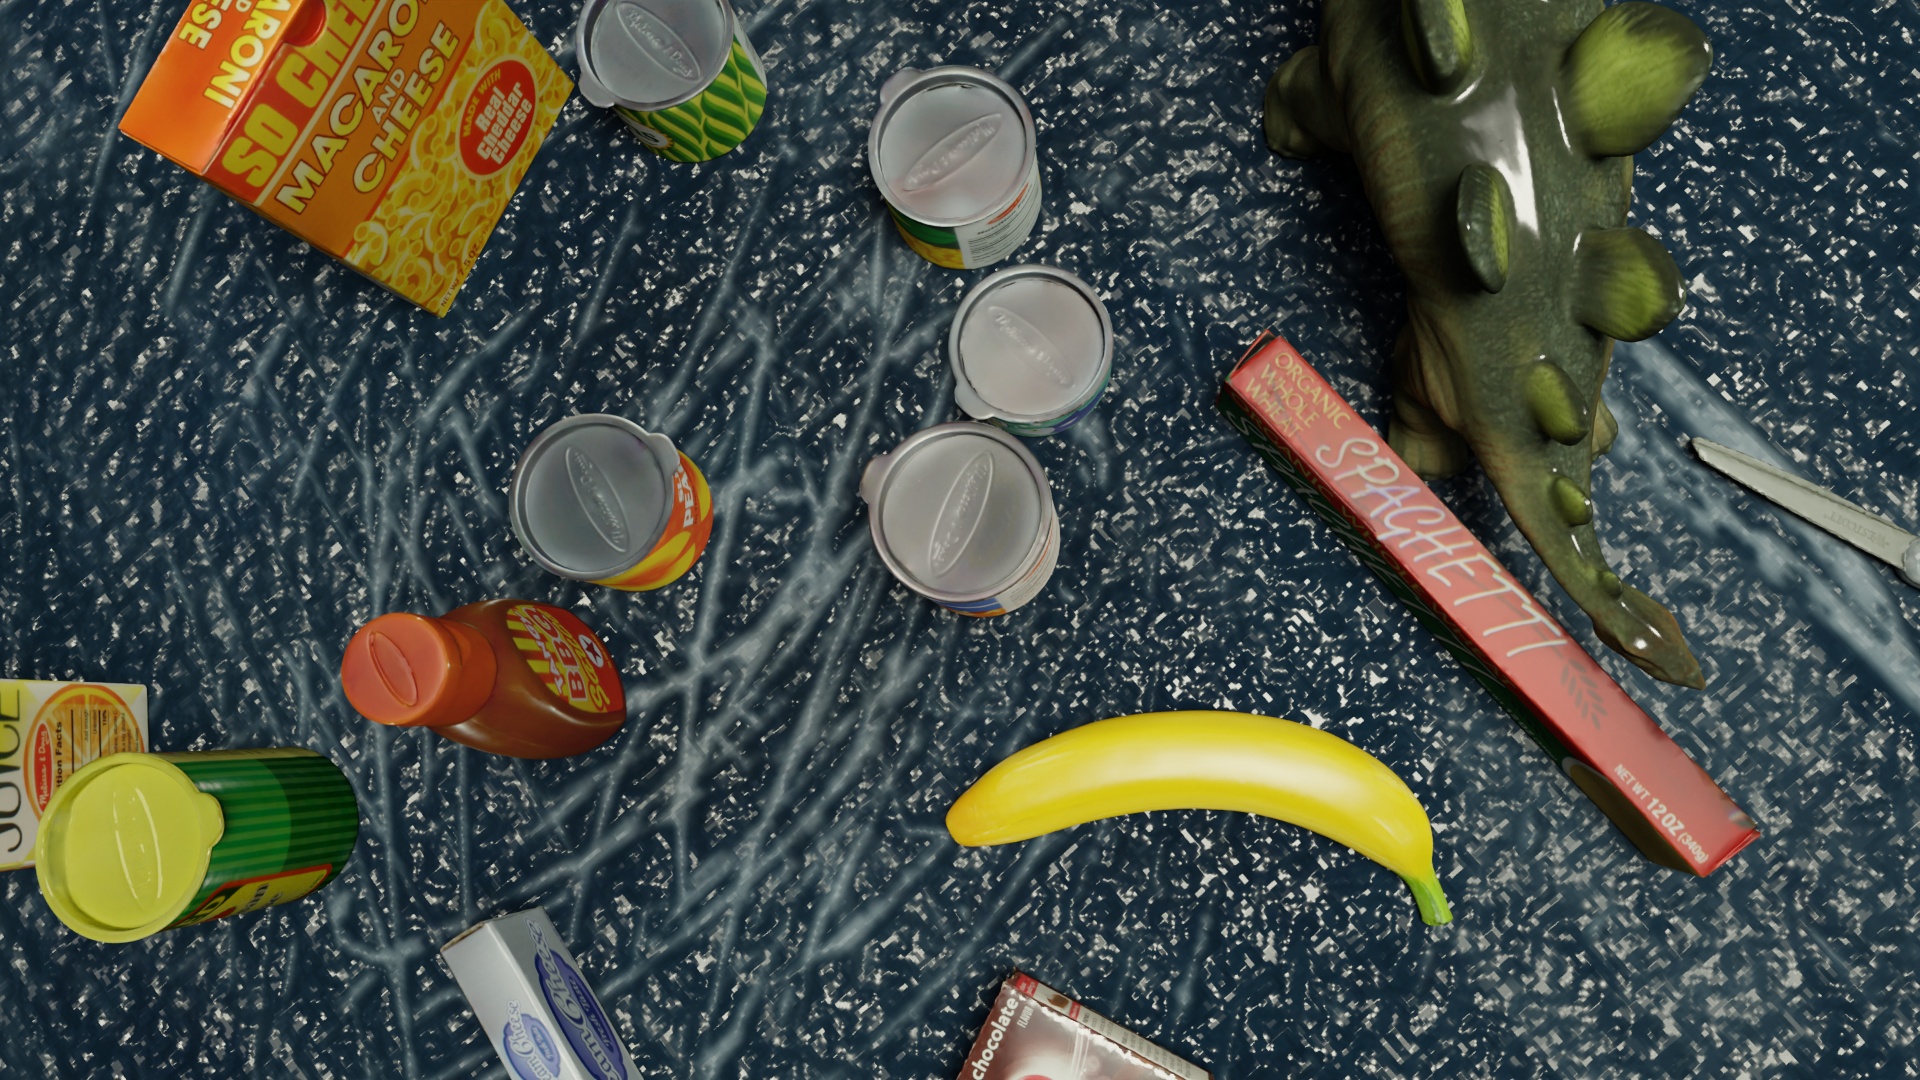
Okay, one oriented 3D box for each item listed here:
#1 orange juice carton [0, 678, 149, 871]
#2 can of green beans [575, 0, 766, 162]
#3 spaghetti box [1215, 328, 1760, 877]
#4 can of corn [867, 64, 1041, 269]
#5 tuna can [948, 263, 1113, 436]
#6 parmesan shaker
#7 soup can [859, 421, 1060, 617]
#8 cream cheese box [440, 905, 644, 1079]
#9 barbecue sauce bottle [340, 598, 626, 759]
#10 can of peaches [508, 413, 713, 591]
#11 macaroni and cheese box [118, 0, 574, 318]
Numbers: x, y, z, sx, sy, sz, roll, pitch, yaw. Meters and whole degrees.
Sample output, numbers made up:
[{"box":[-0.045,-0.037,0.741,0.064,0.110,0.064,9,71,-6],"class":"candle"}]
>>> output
[{"box":[-0.394,0.090,0.509,0.072,0.192,0.073,-8,82,5],"class":"orange juice carton"},{"box":[-0.121,-0.202,0.590,0.071,0.058,0.071,-1,82,6],"class":"can of green beans"},{"box":[0.192,0.022,0.530,0.028,0.050,0.250,-42,80,0],"class":"spaghetti box"},{"box":[-0.002,-0.153,0.570,0.071,0.058,0.071,-1,82,6],"class":"can of corn"},{"box":[0.028,-0.075,0.569,0.071,0.033,0.071,-1,82,6],"class":"tuna can"},{"box":[-0.288,0.114,0.540,0.071,0.103,0.071,-1,83,6],"class":"parmesan shaker"},{"box":[0.002,-0.007,0.536,0.071,0.083,0.071,-1,82,6],"class":"soup can"},{"box":[-0.157,0.194,0.541,0.024,0.053,0.104,-34,80,1],"class":"cream cheese box"},{"box":[-0.173,0.050,0.514,0.043,0.148,0.065,-33,81,1],"class":"barbecue sauce bottle"},{"box":[-0.138,-0.015,0.565,0.071,0.058,0.071,-1,82,6],"class":"can of peaches"},{"box":[-0.225,-0.170,0.541,0.040,0.166,0.124,27,86,9],"class":"macaroni and cheese box"}]
